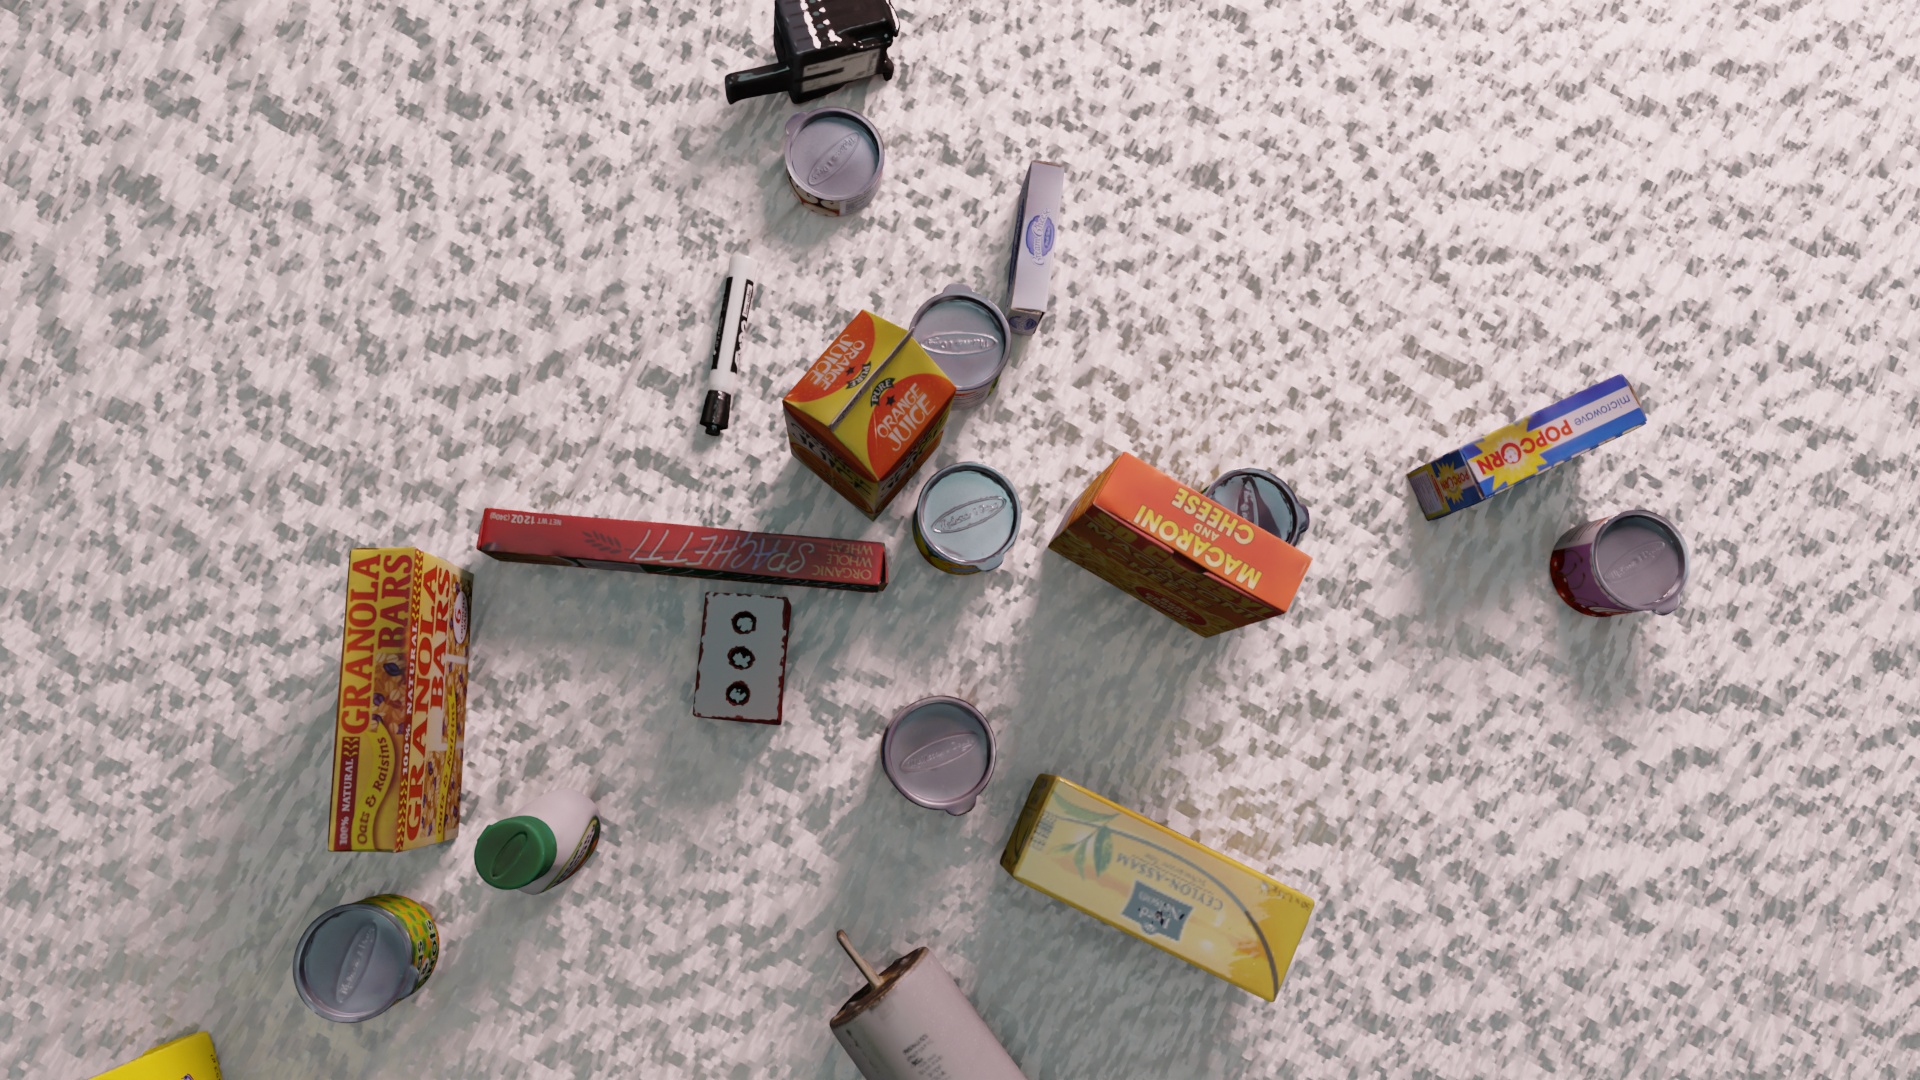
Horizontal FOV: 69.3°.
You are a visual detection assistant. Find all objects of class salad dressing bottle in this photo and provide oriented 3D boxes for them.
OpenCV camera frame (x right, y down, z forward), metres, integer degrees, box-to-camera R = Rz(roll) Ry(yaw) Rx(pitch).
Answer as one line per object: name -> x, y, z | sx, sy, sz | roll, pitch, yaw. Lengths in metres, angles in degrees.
salad dressing bottle -> -0.241, 0.173, 0.792 | 0.044, 0.147, 0.064 | 35, 80, 1

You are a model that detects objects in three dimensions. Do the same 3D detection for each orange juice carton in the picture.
orange juice carton -> -0.054, -0.074, 0.824 | 0.073, 0.192, 0.072 | 40, 81, 2

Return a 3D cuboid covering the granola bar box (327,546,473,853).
granola bar box -> -0.323, 0.093, 0.809 | 0.039, 0.124, 0.165 | 1, 81, -5

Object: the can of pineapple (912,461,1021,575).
can of pineapple -> 0.003, -0.011, 0.887 | 0.071, 0.057, 0.071 | 1, 81, -5

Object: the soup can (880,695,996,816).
soup can -> -0.015, 0.132, 0.850 | 0.071, 0.083, 0.071 | 1, 82, -5

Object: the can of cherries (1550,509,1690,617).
can of cherries -> 0.436, 0.019, 0.921 | 0.071, 0.058, 0.071 | 1, 81, -5

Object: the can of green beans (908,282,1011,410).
can of green beans -> -0.003, -0.122, 0.904 | 0.071, 0.057, 0.071 | 1, 81, -5

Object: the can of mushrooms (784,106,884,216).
can of mushrooms -> -0.086, -0.254, 0.930 | 0.071, 0.033, 0.071 | 1, 81, -5

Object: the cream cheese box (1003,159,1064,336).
cream cheese box -> 0.048, -0.193, 0.922 | 0.024, 0.053, 0.104 | 8, 81, -4

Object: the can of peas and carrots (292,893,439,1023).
can of peas and carrots -> -0.345, 0.245, 0.816 | 0.071, 0.058, 0.071 | 1, 81, -5

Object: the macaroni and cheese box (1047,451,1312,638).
macaroni and cheese box -> 0.126, 0.008, 0.840 | 0.124, 0.166, 0.040 | 30, 81, 0

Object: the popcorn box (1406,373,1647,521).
popcorn box -> 0.370, -0.060, 0.914 | 0.127, 0.085, 0.038 | -24, 84, -8

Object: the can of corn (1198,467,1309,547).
can of corn -> 0.183, -0.010, 0.903 | 0.071, 0.058, 0.071 | 1, 81, -5

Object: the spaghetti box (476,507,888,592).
spaghetti box -> -0.170, 0.007, 0.873 | 0.250, 0.050, 0.029 | 5, 81, -4
